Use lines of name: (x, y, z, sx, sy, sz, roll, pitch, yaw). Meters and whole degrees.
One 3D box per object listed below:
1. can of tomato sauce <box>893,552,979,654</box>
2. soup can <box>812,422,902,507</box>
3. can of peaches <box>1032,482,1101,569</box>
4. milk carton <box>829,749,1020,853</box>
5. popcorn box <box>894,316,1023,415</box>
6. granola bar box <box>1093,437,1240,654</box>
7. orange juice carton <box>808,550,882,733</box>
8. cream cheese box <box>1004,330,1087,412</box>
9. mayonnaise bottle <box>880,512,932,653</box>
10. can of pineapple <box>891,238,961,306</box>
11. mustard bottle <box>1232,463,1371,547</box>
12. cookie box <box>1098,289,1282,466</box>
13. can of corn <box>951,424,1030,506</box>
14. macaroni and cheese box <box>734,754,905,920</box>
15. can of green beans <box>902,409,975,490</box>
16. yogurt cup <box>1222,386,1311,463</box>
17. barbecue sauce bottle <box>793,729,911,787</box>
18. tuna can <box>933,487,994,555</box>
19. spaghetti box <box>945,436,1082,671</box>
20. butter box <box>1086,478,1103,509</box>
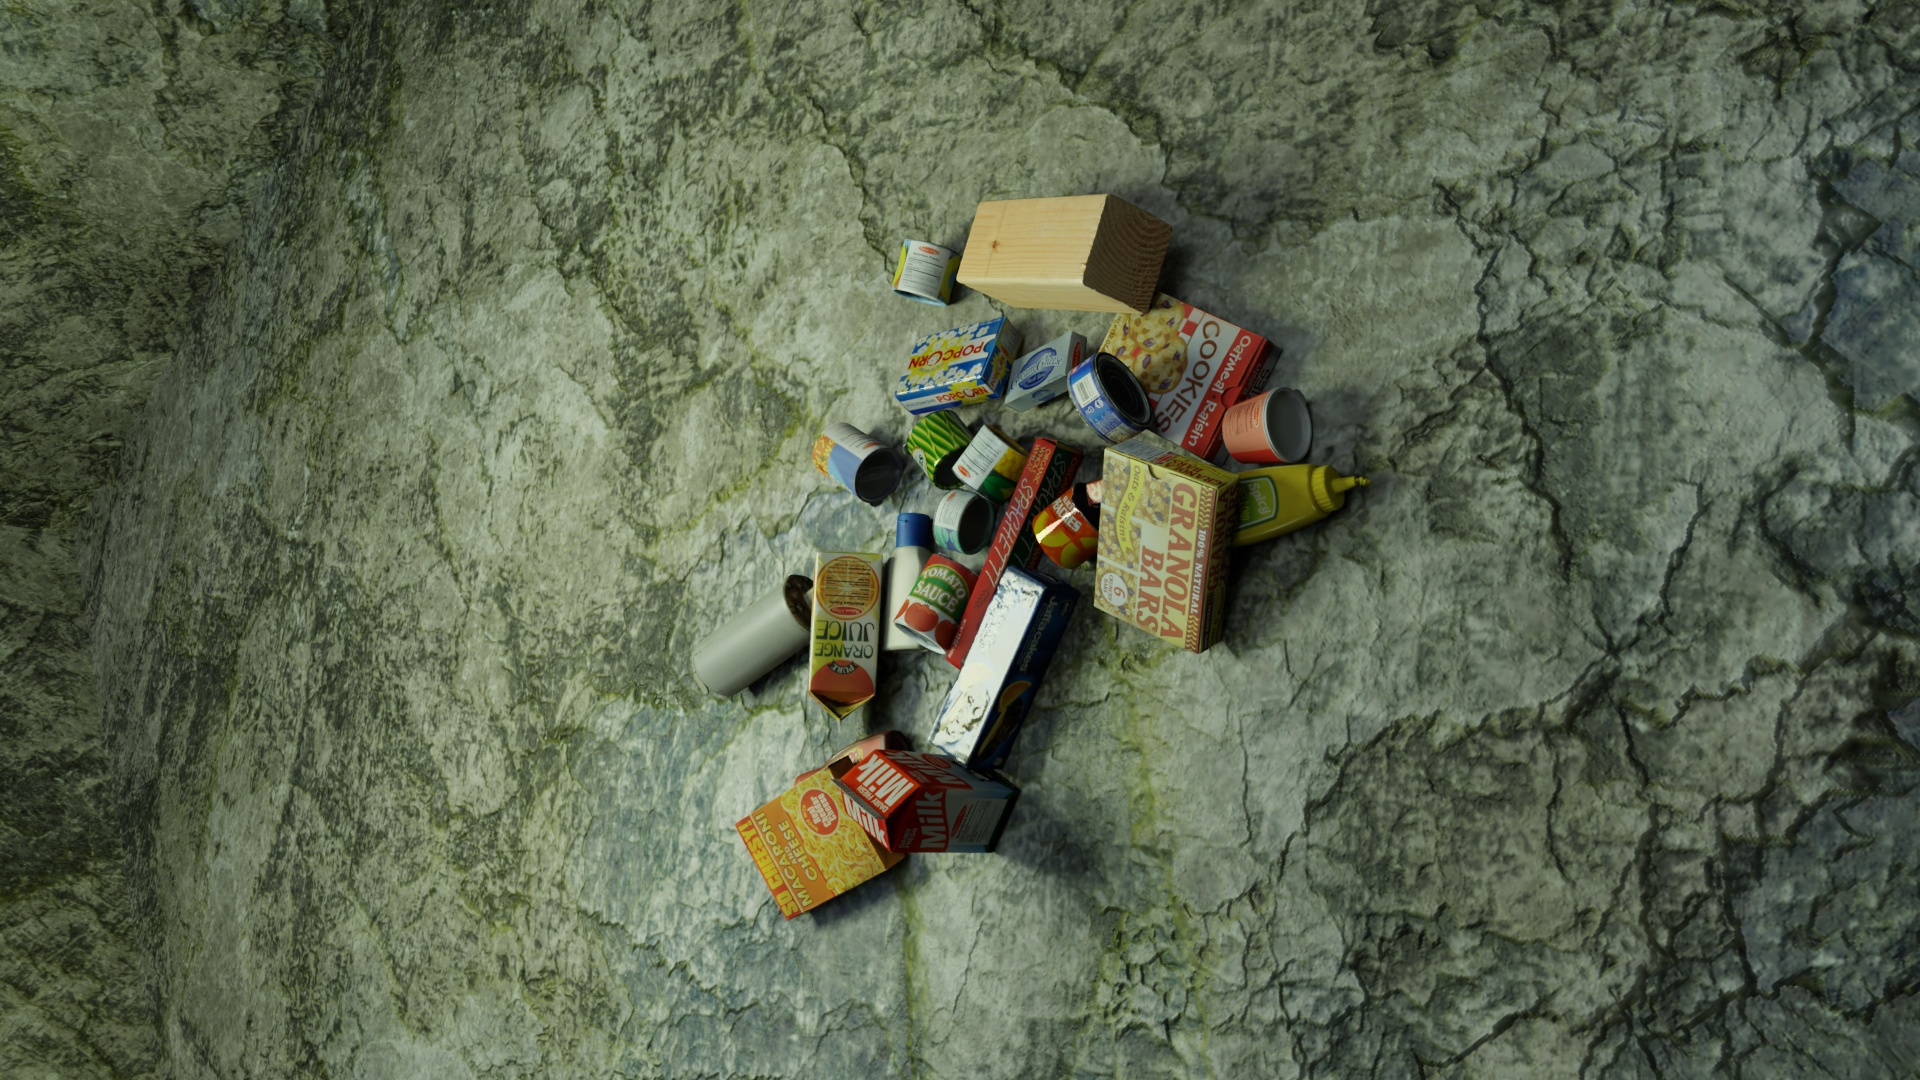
can of tomato sauce: (-0.022, 0.065, 1.423, 0.071, 0.071, 0.083, 19, 72, 42)
soup can: (-0.117, -0.086, 1.560, 0.084, 0.071, 0.071, 32, 102, 41)
can of peaches: (0.110, -0.014, 1.344, 0.058, 0.071, 0.071, -39, 58, 29)
milk carton: (-0.038, 0.250, 1.331, 0.072, 0.190, 0.073, 30, 100, 40)
popcorn box: (-0.003, -0.185, 1.481, 0.126, 0.038, 0.085, -7, 50, 40)
granola bar box: (0.182, 0.005, 1.250, 0.124, 0.039, 0.164, 24, 124, 39)
orange juice carton: (-0.126, 0.111, 1.497, 0.071, 0.073, 0.193, 134, 139, -79)
cream cheese box: (0.087, -0.170, 1.407, 0.103, 0.024, 0.053, -21, 52, 54)
mayonnaise bottle: (-0.053, 0.045, 1.492, 0.064, 0.041, 0.148, -8, 74, 39)
can of pineapple: (-0.038, -0.296, 1.541, 0.071, 0.071, 0.058, 17, 92, 42)
mustard bottle: (0.282, -0.037, 1.216, 0.160, 0.049, 0.065, -16, 76, 38)
cookie box: (0.205, -0.160, 1.316, 0.168, 0.040, 0.122, 35, 103, 40)
can of corn: (0.036, -0.077, 1.426, 0.058, 0.071, 0.071, -54, 52, 11)
macaroni and cheese box: (-0.152, 0.320, 1.485, 0.166, 0.040, 0.124, -35, 81, 34)
can of green beans: (-0.015, -0.096, 1.474, 0.071, 0.071, 0.058, -51, 53, 21)
yogurt cup: (0.270, -0.099, 1.232, 0.054, 0.072, 0.072, -10, 74, 48)
barbecue sauce bottle: (-0.117, 0.252, 1.497, 0.148, 0.044, 0.065, -24, 75, 35)
tuna can: (0.005, -0.018, 1.440, 0.033, 0.071, 0.071, 15, 91, 35)
spaghetti box: (0.055, 0.016, 1.399, 0.029, 0.050, 0.249, 27, 98, 40)
butter box: (0.175, -0.052, 1.308, 0.103, 0.053, 0.024, -17, 72, 37)
